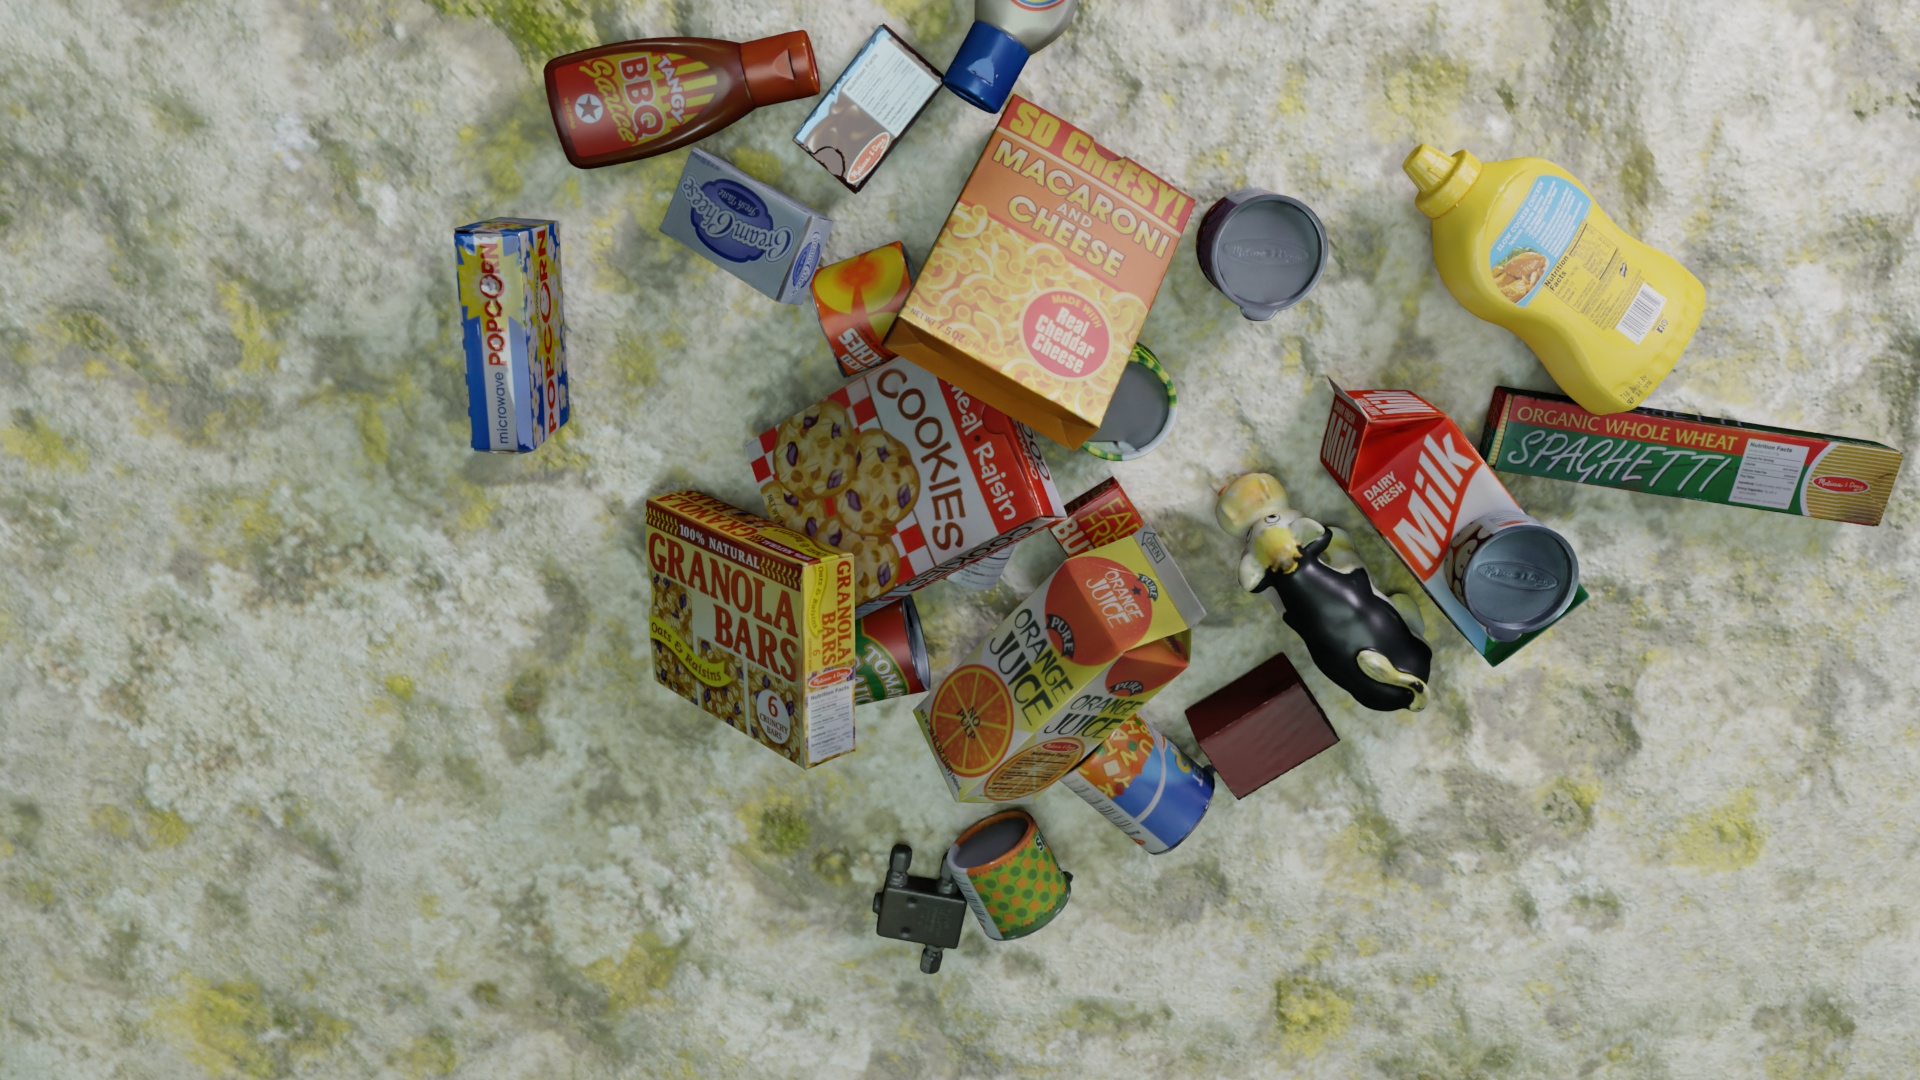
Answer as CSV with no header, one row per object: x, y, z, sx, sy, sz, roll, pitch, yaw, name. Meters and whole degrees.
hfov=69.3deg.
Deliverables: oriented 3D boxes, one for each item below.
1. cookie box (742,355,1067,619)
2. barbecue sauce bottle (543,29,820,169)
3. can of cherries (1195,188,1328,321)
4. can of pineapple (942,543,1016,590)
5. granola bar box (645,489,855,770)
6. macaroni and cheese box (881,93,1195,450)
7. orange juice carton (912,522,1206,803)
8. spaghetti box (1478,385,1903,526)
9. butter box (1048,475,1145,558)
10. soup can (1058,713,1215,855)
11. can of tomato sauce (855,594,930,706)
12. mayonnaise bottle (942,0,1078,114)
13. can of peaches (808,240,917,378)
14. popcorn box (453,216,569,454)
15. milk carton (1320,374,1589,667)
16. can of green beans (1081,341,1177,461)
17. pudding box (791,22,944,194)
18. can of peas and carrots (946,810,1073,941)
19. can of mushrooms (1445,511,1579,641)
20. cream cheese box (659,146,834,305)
-0.036,-0.035,0.810,0.167,0.040,0.123,-26,78,25,cookie box
-0.156,-0.257,0.790,0.148,0.044,0.064,-11,105,3,barbecue sauce bottle
0.172,-0.167,0.808,0.071,0.058,0.071,0,108,-1,can of cherries
0.003,-0.011,0.854,0.071,0.071,0.057,24,106,-7,can of pineapple
-0.129,0.049,0.830,0.039,0.165,0.123,-14,113,-41,granola bar box
0.048,-0.151,0.773,0.124,0.040,0.167,28,66,-8,macaroni and cheese box
0.066,0.077,0.842,0.073,0.072,0.192,13,129,-47,orange juice carton
0.447,-0.053,0.856,0.250,0.029,0.050,8,107,-2,spaghetti box
0.103,0.015,0.882,0.053,0.024,0.103,-31,104,11,butter box
0.114,0.151,0.903,0.083,0.071,0.071,40,104,-11,soup can
-0.067,0.073,0.877,0.083,0.071,0.071,-13,107,5,can of tomato sauce
0.042,-0.309,0.763,0.065,0.041,0.148,29,97,-5,mayonnaise bottle
-0.050,-0.134,0.813,0.058,0.071,0.071,-19,106,5,can of peaches
-0.259,-0.121,0.810,0.038,0.085,0.126,1,107,-1,popcorn box
0.287,-0.023,0.845,0.073,0.072,0.190,-40,104,12,milk carton
0.094,-0.085,0.833,0.071,0.058,0.071,0,107,0,can of green beans
-0.052,-0.248,0.798,0.049,0.030,0.083,38,104,-12,pudding box
0.034,0.221,0.925,0.071,0.071,0.058,-26,105,8,can of peas and carrots
0.316,0.020,0.801,0.071,0.033,0.070,0,108,-1,can of mushrooms
-0.124,-0.180,0.795,0.104,0.024,0.053,34,108,26,cream cheese box
